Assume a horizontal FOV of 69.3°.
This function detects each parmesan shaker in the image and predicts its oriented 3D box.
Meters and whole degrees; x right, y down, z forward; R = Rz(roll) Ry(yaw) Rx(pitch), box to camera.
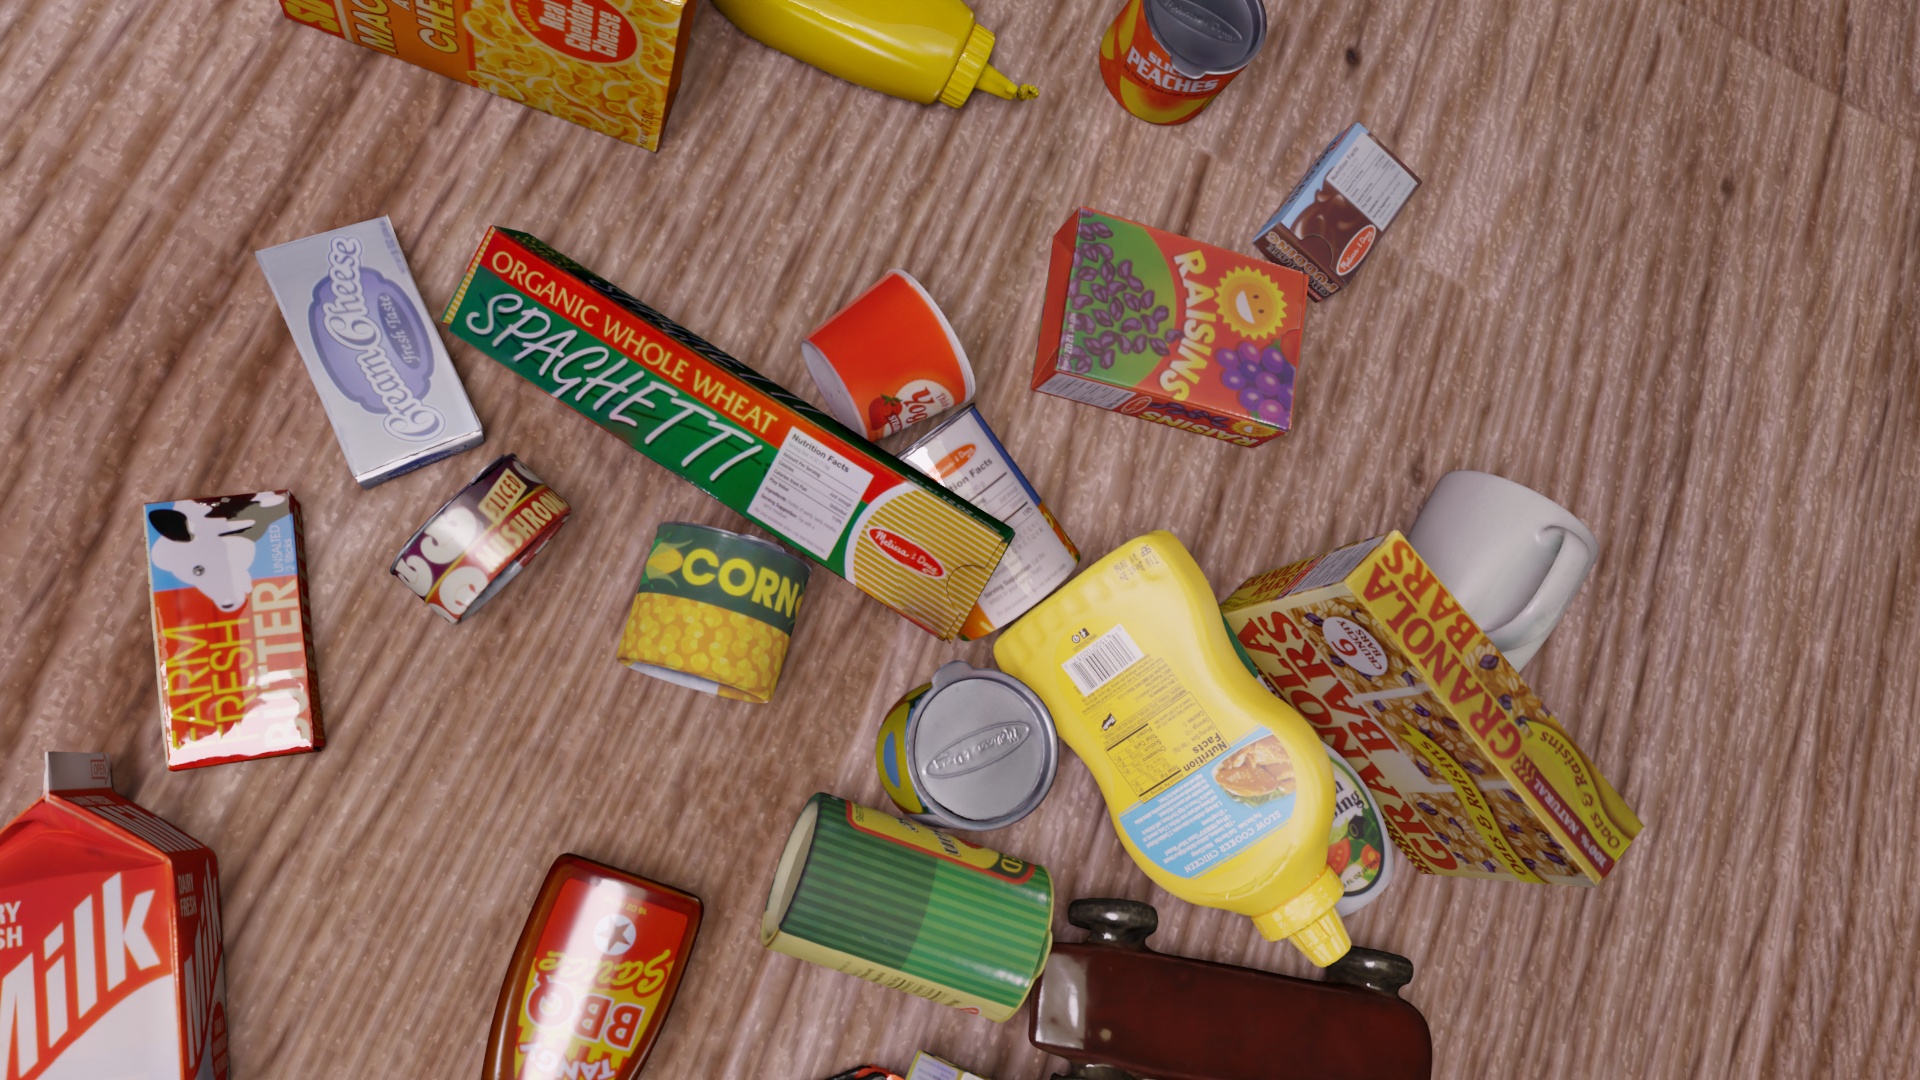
[{"bbox_3d":[-0.021,0.149,0.567,0.103,0.071,0.071,22,74,-12],"label":"parmesan shaker"}]

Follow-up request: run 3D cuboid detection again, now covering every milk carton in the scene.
[{"bbox_3d":[-0.299,0.168,0.478,0.073,0.072,0.190,-5,82,-18],"label":"milk carton"}]

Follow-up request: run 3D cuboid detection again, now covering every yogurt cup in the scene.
[{"bbox_3d":[-0.034,-0.078,0.615,0.054,0.072,0.072,-33,90,-12],"label":"yogurt cup"}]

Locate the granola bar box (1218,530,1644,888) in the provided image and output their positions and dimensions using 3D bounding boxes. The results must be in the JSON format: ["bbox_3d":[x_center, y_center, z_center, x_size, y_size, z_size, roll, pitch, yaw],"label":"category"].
[{"bbox_3d":[0.201,0.078,0.622,0.039,0.124,0.165,-41,93,-20],"label":"granola bar box"}]

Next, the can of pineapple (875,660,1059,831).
[{"bbox_3d":[0.001,0.088,0.594,0.071,0.057,0.071,3,78,-17],"label":"can of pineapple"}]

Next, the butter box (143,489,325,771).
[{"bbox_3d":[-0.280,0.035,0.536,0.053,0.024,0.103,-8,81,-18],"label":"butter box"}]

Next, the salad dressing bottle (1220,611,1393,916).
[{"bbox_3d":[0.142,0.101,0.642,0.064,0.044,0.147,-32,89,-16],"label":"salad dressing bottle"}]

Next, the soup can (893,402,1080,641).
[{"bbox_3d":[0.002,-0.008,0.610,0.071,0.071,0.083,-38,96,-20],"label":"soup can"}]

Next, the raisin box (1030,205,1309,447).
[{"bbox_3d":[0.103,-0.102,0.674,0.123,0.040,0.086,13,75,-15],"label":"raisin box"}]

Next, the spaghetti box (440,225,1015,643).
[{"bbox_3d":[-0.096,-0.046,0.567,0.250,0.029,0.050,32,102,6],"label":"spaghetti box"}]

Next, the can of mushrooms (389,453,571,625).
[{"bbox_3d":[-0.187,-0.001,0.548,0.033,0.071,0.071,44,70,-7],"label":"can of mushrooms"}]

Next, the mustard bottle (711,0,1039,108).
[{"bbox_3d":[-0.036,-0.243,0.655,0.160,0.048,0.065,26,73,-11],"label":"mustard bottle"}]

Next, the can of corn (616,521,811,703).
[{"bbox_3d":[-0.100,0.030,0.568,0.071,0.071,0.058,18,75,-13],"label":"can of corn"}]

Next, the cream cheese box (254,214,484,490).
[{"bbox_3d":[-0.241,-0.078,0.571,0.053,0.024,0.104,-24,87,-19],"label":"cream cheese box"}]

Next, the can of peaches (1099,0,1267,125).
[{"bbox_3d":[0.109,-0.249,0.696,0.071,0.058,0.071,3,79,-17],"label":"can of peaches"}]

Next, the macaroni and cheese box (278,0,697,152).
[{"bbox_3d":[-0.194,-0.229,0.563,0.166,0.123,0.040,17,74,-13],"label":"macaroni and cheese box"}]

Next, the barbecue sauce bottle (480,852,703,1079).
[{"bbox_3d":[-0.153,0.200,0.531,0.065,0.043,0.149,23,74,-13],"label":"barbecue sauce bottle"}]

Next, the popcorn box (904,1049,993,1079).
[{"bbox_3d":[0.023,0.270,0.558,0.126,0.038,0.085,33,70,-24],"label":"popcorn box"}]

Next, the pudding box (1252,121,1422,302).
[{"bbox_3d":[0.196,-0.171,0.721,0.049,0.030,0.084,41,71,-7],"label":"pudding box"}]
